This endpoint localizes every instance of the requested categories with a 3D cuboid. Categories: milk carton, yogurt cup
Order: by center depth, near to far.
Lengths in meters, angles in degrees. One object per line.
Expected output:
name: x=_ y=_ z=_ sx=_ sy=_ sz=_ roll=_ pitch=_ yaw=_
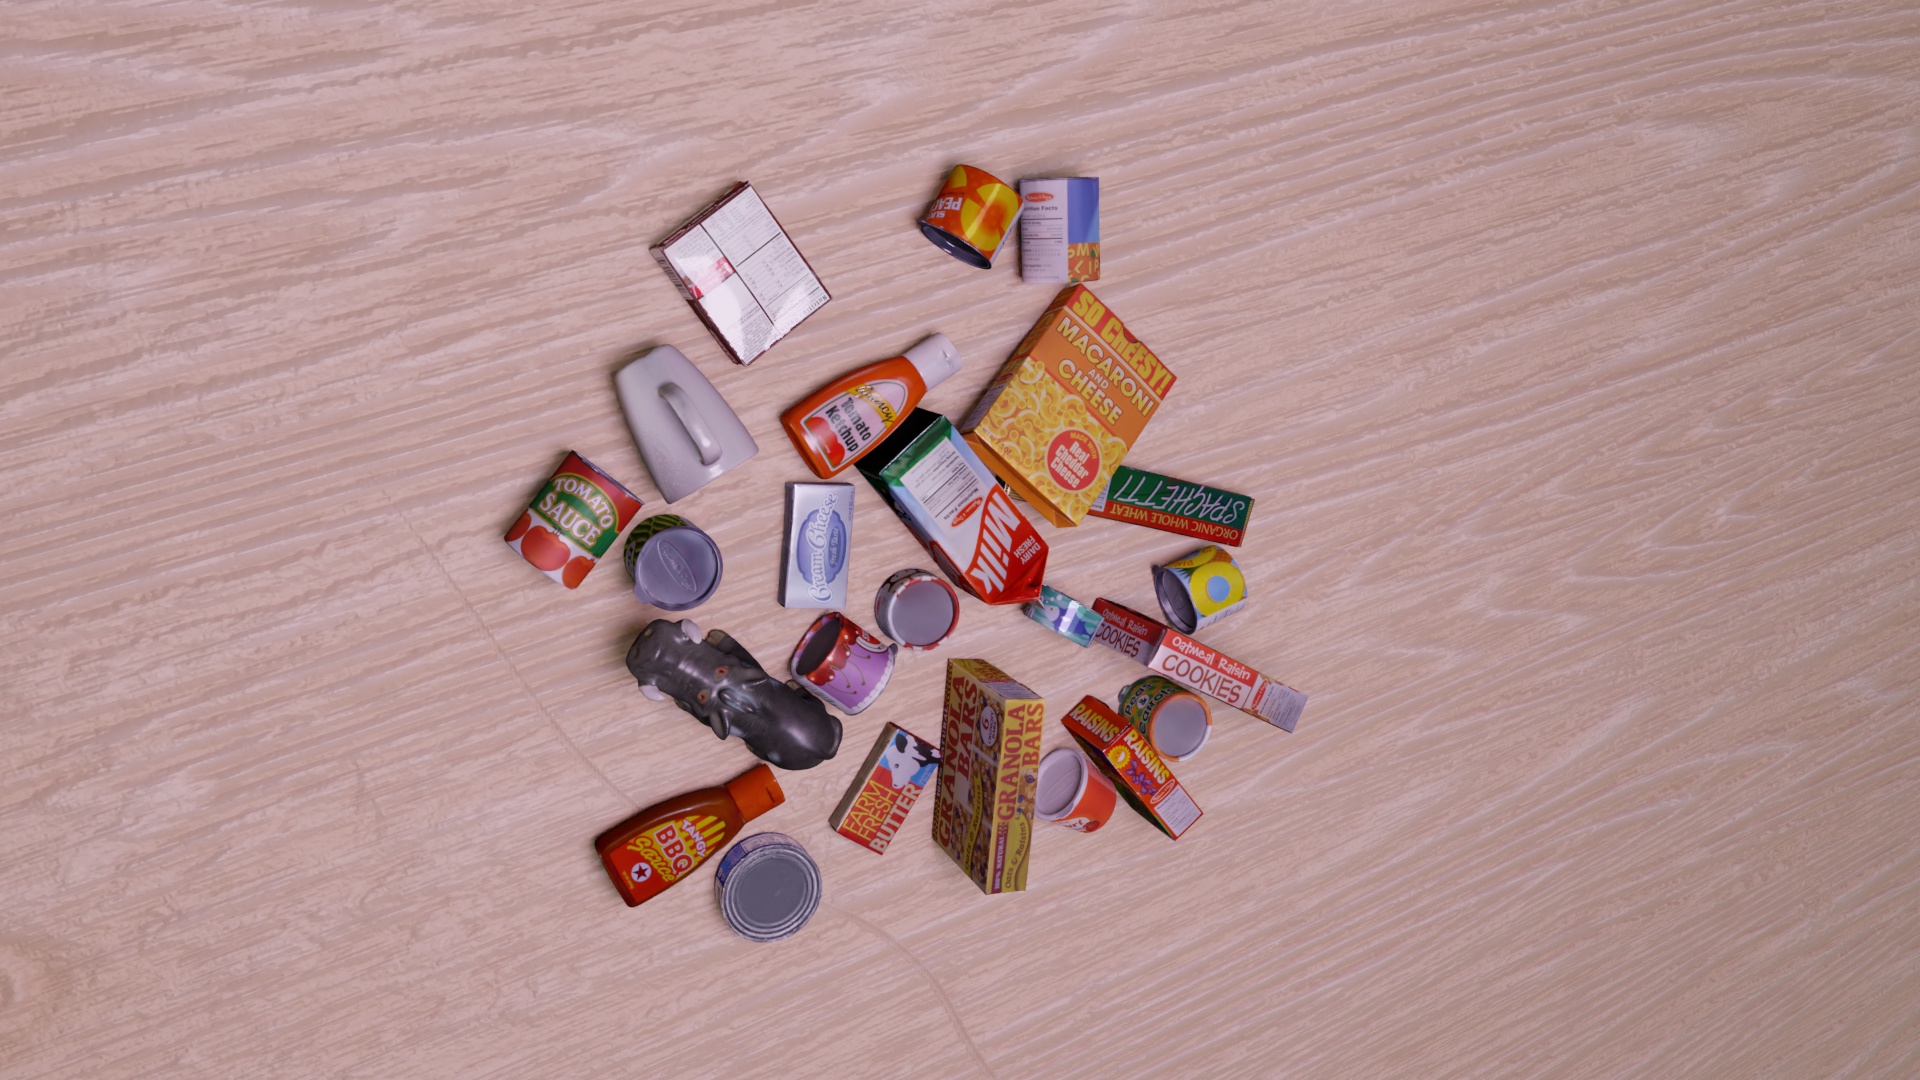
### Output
milk carton: x=0.004 y=-0.014 z=1.151 sx=0.073 sy=0.072 sz=0.190 roll=-43 pitch=112 yaw=-10
yogurt cup: x=0.102 y=0.227 z=1.244 sx=0.054 sy=0.072 sz=0.072 roll=34 pitch=86 yaw=-33

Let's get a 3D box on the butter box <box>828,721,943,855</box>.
butter box: x=-0.064 y=0.213 z=1.191 sx=0.053 sy=0.024 sz=0.103 roll=33 pitch=86 yaw=-24

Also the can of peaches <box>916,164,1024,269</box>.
can of peaches: x=0.008 y=-0.259 z=1.108 sx=0.071 sy=0.071 sz=0.058 roll=31 pitch=87 yaw=-25

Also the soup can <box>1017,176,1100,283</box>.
soup can: x=0.083 y=-0.255 z=1.142 sx=0.071 sy=0.071 sz=0.083 roll=-8 pitch=104 yaw=-21

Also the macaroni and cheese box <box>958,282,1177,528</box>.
macaroni and cheese box: x=0.092 y=-0.113 z=1.164 sx=0.123 sy=0.040 sz=0.167 roll=41 pitch=72 yaw=-19

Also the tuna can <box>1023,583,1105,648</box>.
tuna can: x=0.088 y=0.064 z=1.204 sx=0.071 sy=0.071 sz=0.033 roll=29 pitch=89 yaw=-25

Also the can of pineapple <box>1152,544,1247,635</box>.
can of pineapple: x=0.216 y=0.042 z=1.255 sx=0.058 sy=0.071 sz=0.070 roll=-24 pitch=108 yaw=-17

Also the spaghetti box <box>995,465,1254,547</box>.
spaghetti box: x=0.148 y=-0.040 z=1.230 sx=0.250 sy=0.029 sz=0.050 roll=11 pitch=96 yaw=-24

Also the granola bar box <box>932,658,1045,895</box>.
granola bar box: x=0.022 y=0.195 z=1.169 sx=0.039 sy=0.124 sz=0.165 roll=2 pitch=100 yaw=-23

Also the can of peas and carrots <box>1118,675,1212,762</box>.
can of peas and carrots: x=0.185 y=0.161 z=1.268 sx=0.071 sy=0.059 sz=0.070 roll=-5 pitch=102 yaw=-22

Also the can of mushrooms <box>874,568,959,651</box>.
can of mushrooms: x=-0.034 y=0.058 z=1.169 sx=0.071 sy=0.033 sz=0.071 roll=-4 pitch=101 yaw=-22

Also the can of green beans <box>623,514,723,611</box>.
can of green beans: x=-0.222 y=0.016 z=1.068 sx=0.071 sy=0.058 sz=0.071 roll=-5 pitch=102 yaw=-22

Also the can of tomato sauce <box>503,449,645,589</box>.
can of tomato sauce: x=-0.286 y=-0.015 z=1.029 sx=0.071 sy=0.071 sz=0.083 roll=40 pitch=84 yaw=-24

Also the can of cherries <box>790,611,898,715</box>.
can of cherries: x=-0.095 y=0.098 z=1.133 sx=0.058 sy=0.071 sz=0.071 roll=38 pitch=85 yaw=-25

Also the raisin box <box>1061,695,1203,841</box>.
raisin box: x=0.154 y=0.203 z=1.247 sx=0.040 sy=0.086 sz=0.123 roll=-42 pitch=113 yaw=-8

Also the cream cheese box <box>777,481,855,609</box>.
cream cheese box: x=-0.117 y=0.004 z=1.129 sx=0.053 sy=0.024 sz=0.103 roll=2 pitch=99 yaw=-22

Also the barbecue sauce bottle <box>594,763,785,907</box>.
barbecue sauce bottle: x=-0.215 y=0.232 z=1.121 sx=0.149 sy=0.044 sz=0.064 roll=-28 pitch=110 yaw=-16

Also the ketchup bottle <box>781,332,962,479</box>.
ketchup bottle: x=-0.068 y=-0.114 z=1.117 sx=0.149 sy=0.043 sz=0.064 roll=-36 pitch=111 yaw=-14

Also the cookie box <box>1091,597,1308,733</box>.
cookie box: x=0.206 y=0.109 z=1.231 sx=0.167 sy=0.123 sz=0.040 roll=26 pitch=89 yaw=-25
